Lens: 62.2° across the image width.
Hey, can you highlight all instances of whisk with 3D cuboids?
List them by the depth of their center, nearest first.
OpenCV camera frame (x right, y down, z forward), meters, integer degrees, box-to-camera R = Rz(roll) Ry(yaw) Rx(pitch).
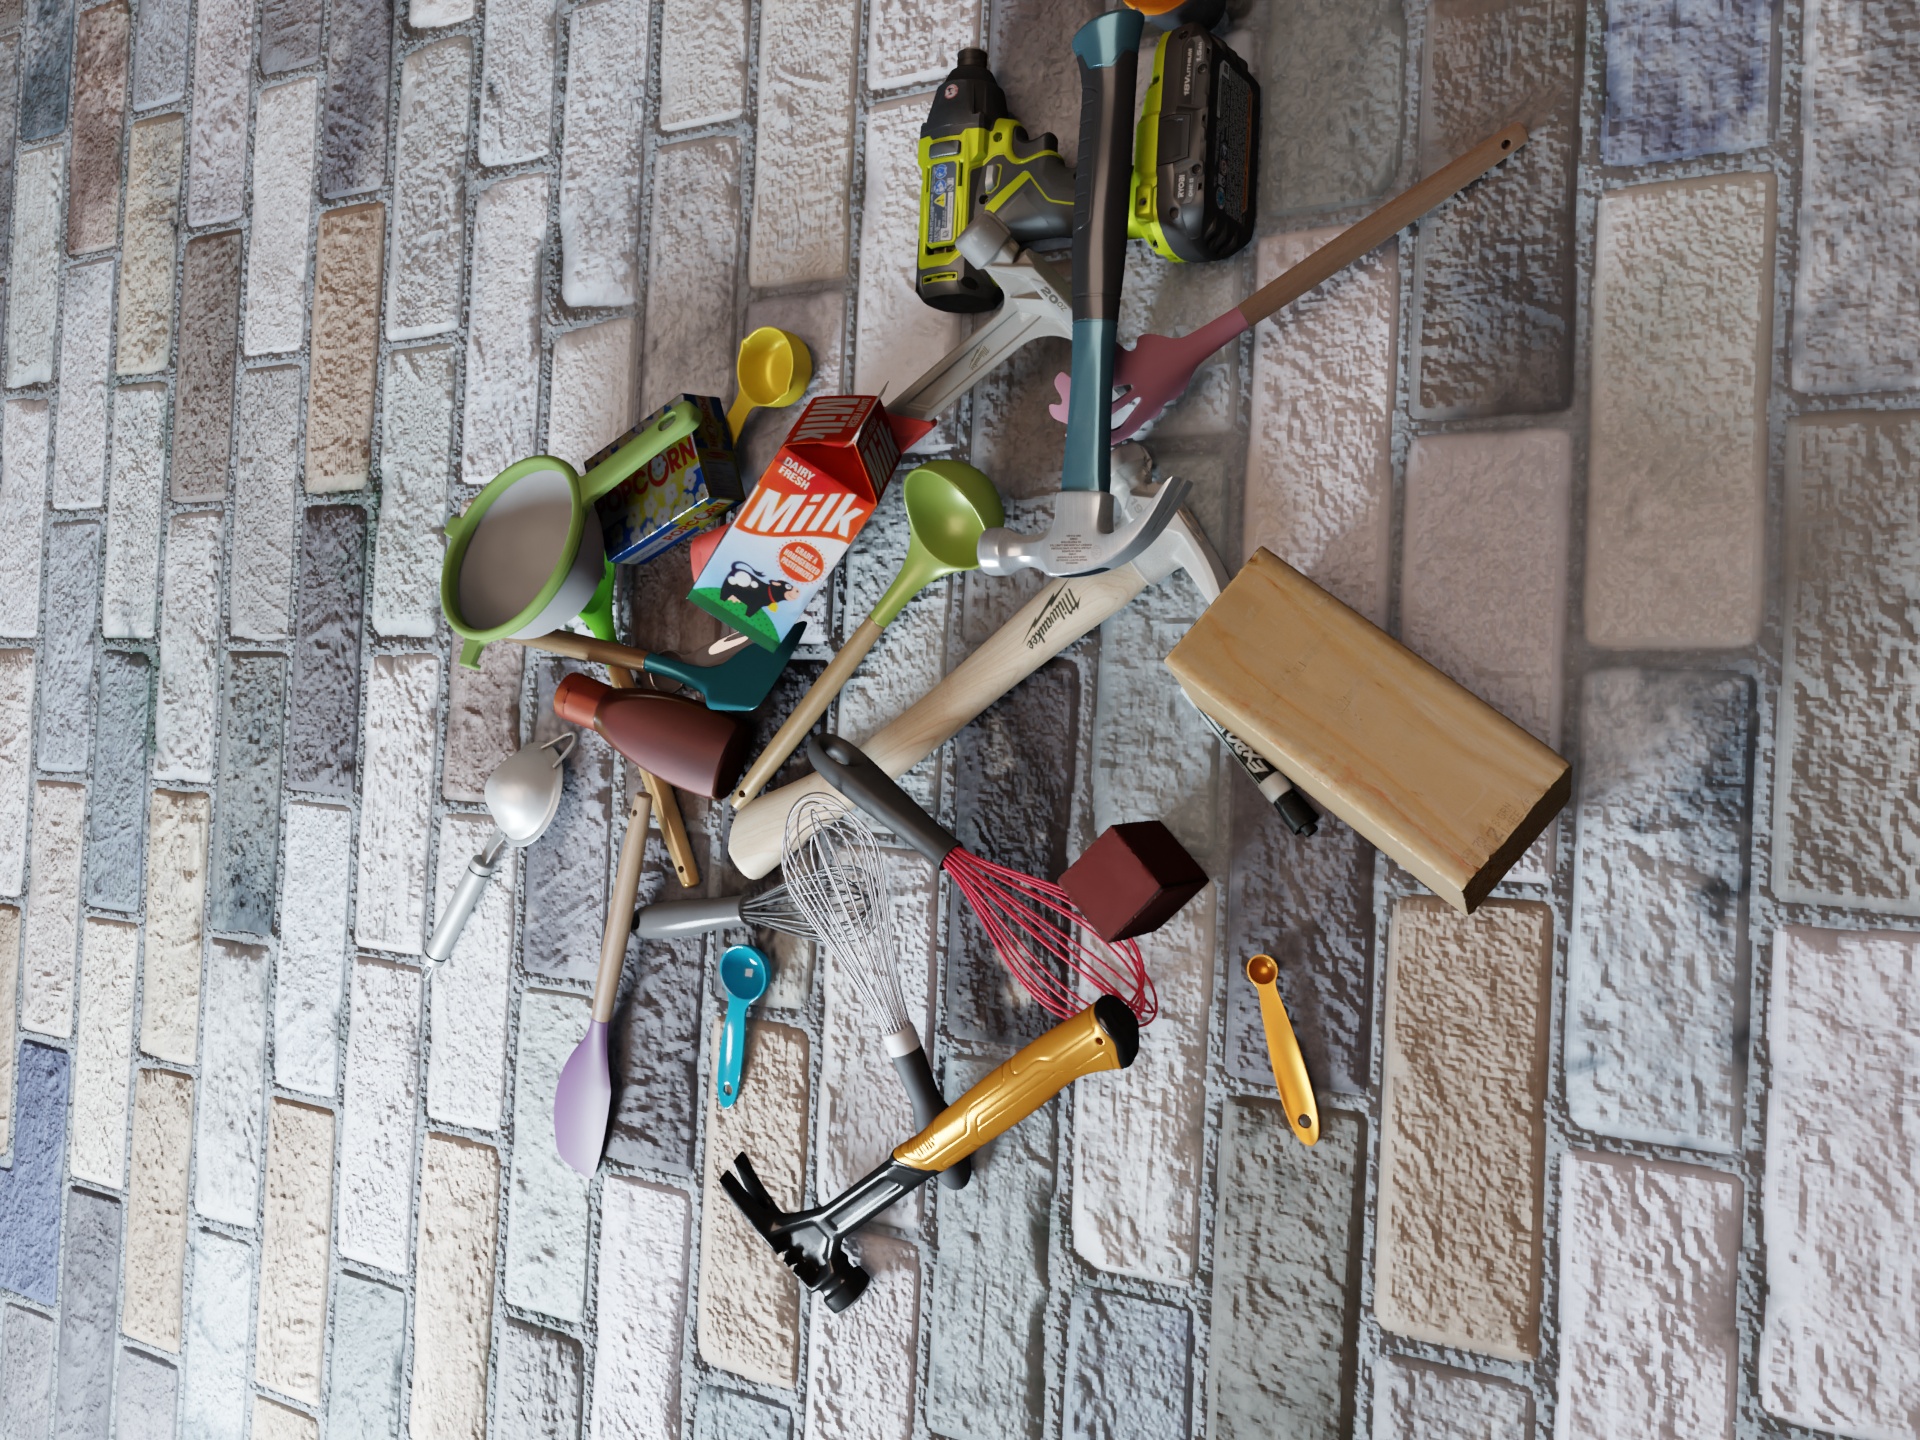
[{"bbox_3d":[0.008,0.100,1.027,0.296,0.073,0.073,38,106,20],"label":"whisk"},{"bbox_3d":[-0.051,0.181,1.047,0.070,0.070,0.284,-18,96,28],"label":"whisk"},{"bbox_3d":[-0.153,0.140,1.147,0.239,0.055,0.055,-10,83,34],"label":"whisk"}]

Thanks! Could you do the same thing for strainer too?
[{"bbox_3d":[-0.275,-0.146,1.179,0.256,0.069,0.152,-33,53,19],"label":"strainer"},{"bbox_3d":[-0.385,0.111,1.285,0.087,0.050,0.258,47,114,40],"label":"strainer"}]

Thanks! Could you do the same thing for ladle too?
[{"bbox_3d":[-0.077,-0.048,1.096,0.078,0.062,0.320,45,115,11],"label":"ladle"}]

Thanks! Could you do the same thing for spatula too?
[{"bbox_3d":[-0.256,-0.056,1.187,0.318,0.044,0.082,12,57,25],"label":"spatula"},{"bbox_3d":[-0.269,0.201,1.205,0.060,0.018,0.316,24,108,32],"label":"spatula"}]

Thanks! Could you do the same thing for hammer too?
[{"bbox_3d":[0.079,-0.250,0.946,0.128,0.033,0.331,5,93,29],"label":"hammer"},{"bbox_3d":[-0.017,0.264,1.016,0.127,0.034,0.337,48,120,-1],"label":"hammer"},{"bbox_3d":[-0.002,-0.003,1.069,0.410,0.038,0.146,-38,71,24],"label":"hammer"},{"bbox_3d":[-0.056,-0.181,1.088,0.359,0.037,0.149,-34,111,33],"label":"hammer"}]

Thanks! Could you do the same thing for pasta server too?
[{"bbox_3d":[0.192,-0.260,0.955,0.316,0.040,0.060,-32,113,15],"label":"pasta server"}]

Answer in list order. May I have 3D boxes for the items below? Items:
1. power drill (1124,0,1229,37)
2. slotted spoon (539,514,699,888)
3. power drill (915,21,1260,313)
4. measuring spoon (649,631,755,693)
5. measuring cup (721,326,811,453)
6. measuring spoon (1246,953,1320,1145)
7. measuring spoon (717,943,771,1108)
[{"bbox_3d":[0.091,-0.525,0.986,0.084,0.164,0.227,-34,59,25],"label":"power drill"},{"bbox_3d":[-0.258,-0.018,1.224,0.070,0.031,0.314,-27,76,24],"label":"slotted spoon"},{"bbox_3d":[0.072,-0.361,1.021,0.223,0.080,0.171,3,90,33],"label":"power drill"},{"bbox_3d":[-0.178,-0.050,1.189,0.124,0.018,0.034,-18,80,21],"label":"measuring spoon"},{"bbox_3d":[-0.158,-0.221,1.182,0.062,0.029,0.156,50,123,25],"label":"measuring cup"},{"bbox_3d":[0.197,0.198,0.959,0.021,0.011,0.117,-19,82,29],"label":"measuring spoon"},{"bbox_3d":[-0.159,0.223,1.164,0.042,0.021,0.128,16,105,28],"label":"measuring spoon"}]
